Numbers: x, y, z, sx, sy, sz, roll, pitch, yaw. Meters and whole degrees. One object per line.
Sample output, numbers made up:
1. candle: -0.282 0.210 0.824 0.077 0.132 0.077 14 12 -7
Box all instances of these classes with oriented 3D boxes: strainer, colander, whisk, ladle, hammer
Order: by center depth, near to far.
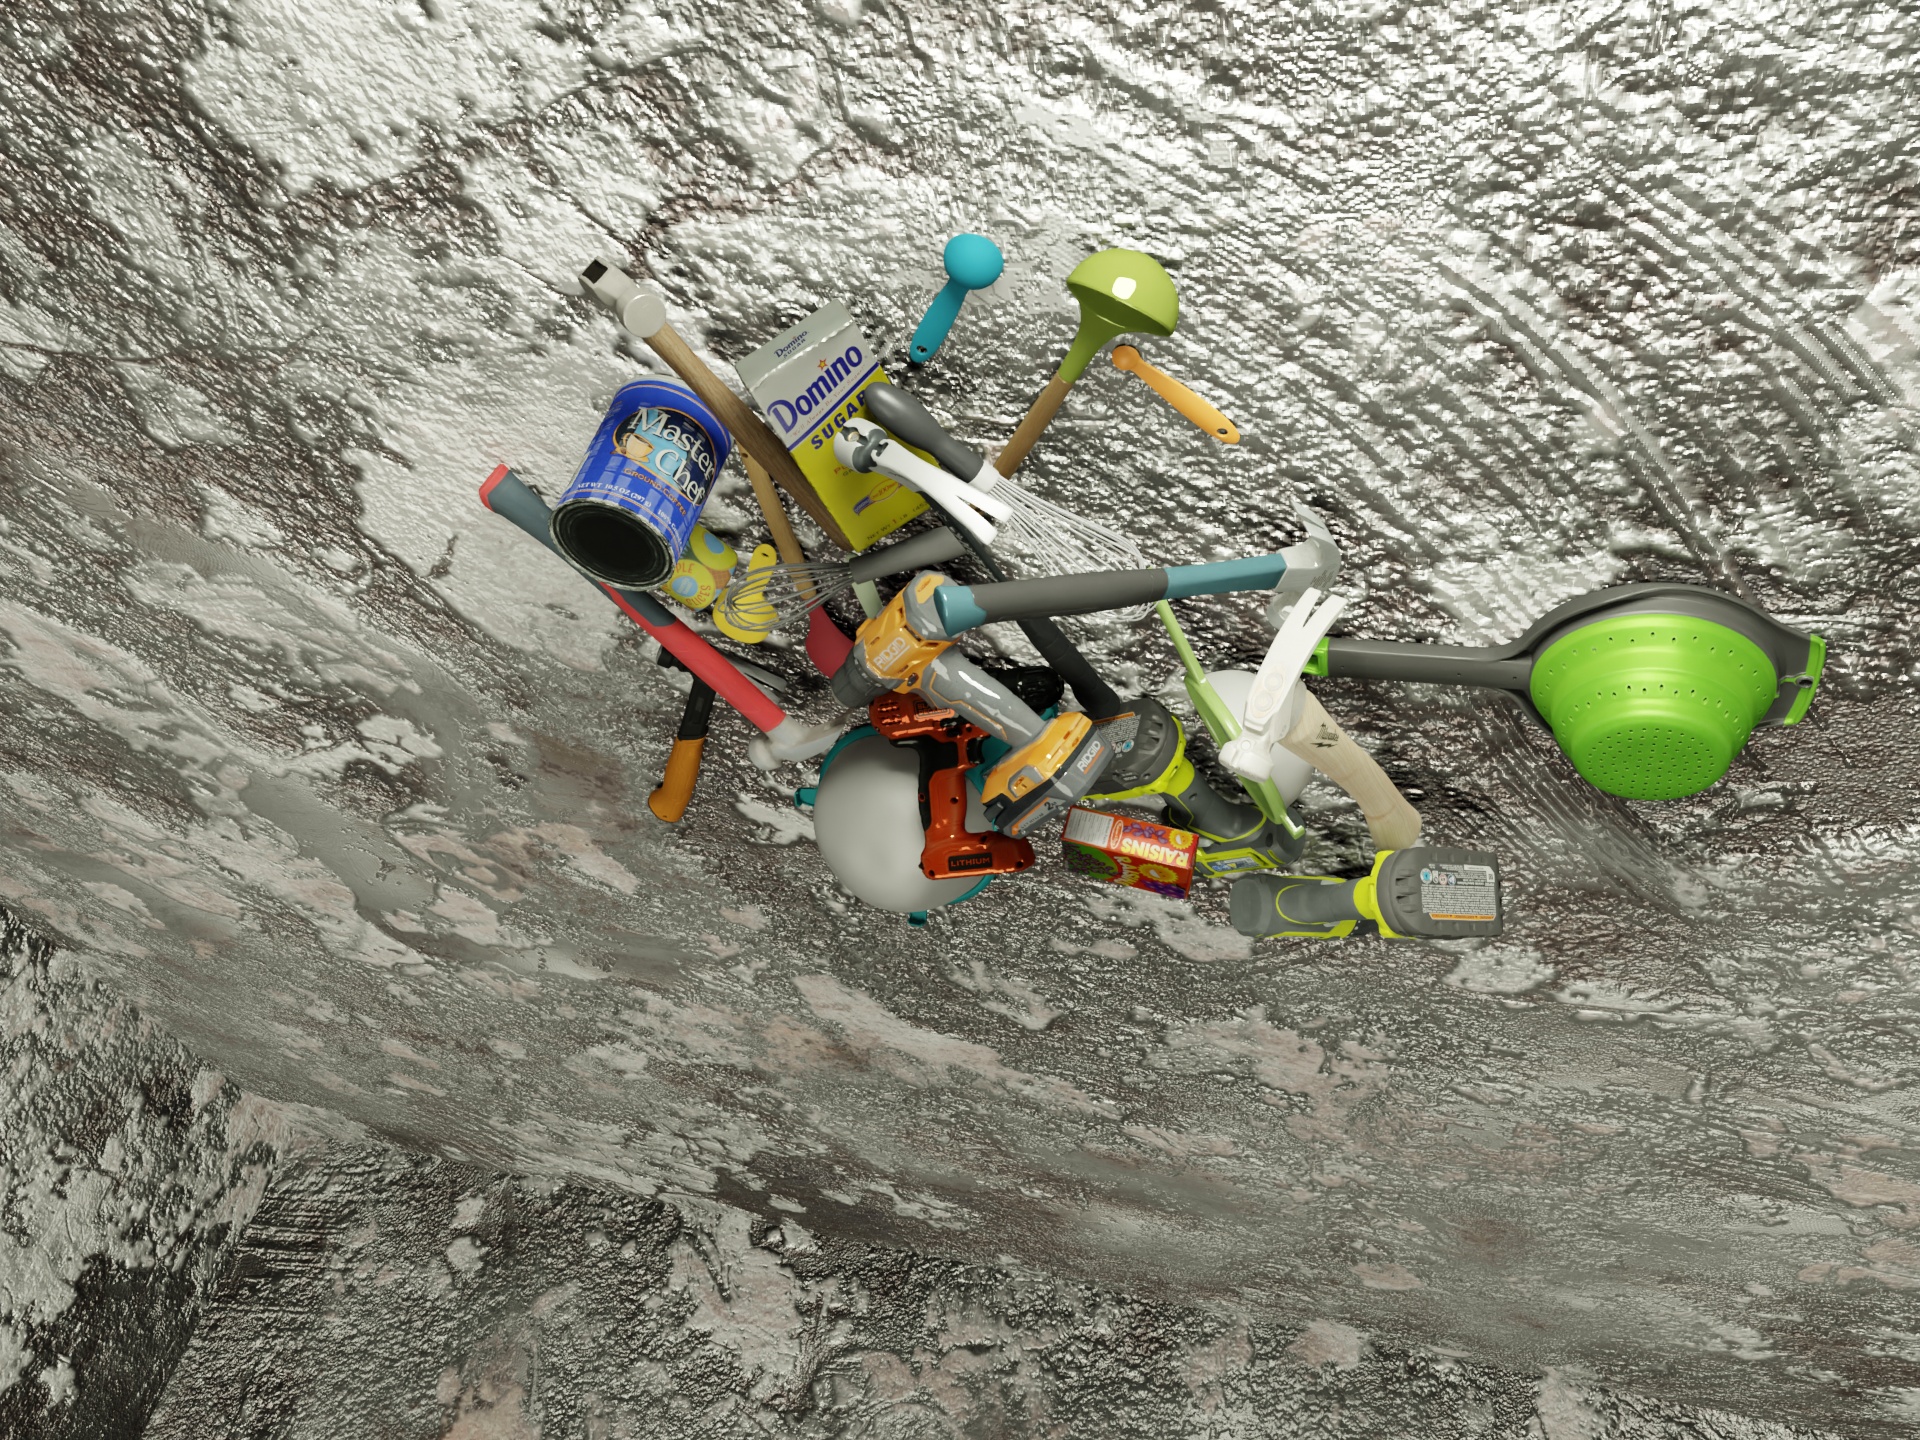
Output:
1. ladle: 0.063 -0.224 1.143 0.078 0.062 0.320 25 148 -10
2. hammer: 0.134 -0.097 1.163 0.331 0.033 0.128 -8 148 -22
3. whisk: 0.040 -0.162 1.192 0.284 0.070 0.070 35 143 -21
4. hammer: -0.172 -0.233 1.215 0.130 0.031 0.331 44 180 43
5. colander: 0.449 -0.011 1.238 0.397 0.095 0.204 4 144 18
6. hammer: 0.047 -0.096 1.262 0.149 0.036 0.408 33 174 35
7. hammer: 0.321 0.028 1.301 0.038 0.146 0.410 25 176 33
8. whisk: -0.087 -0.123 1.307 0.239 0.055 0.055 -16 139 8
9. strainer: 0.231 -0.033 1.333 0.069 0.152 0.256 -30 113 2
10. ladle: -0.139 -0.130 1.396 0.069 0.031 0.315 6 143 22
11. hammer: -0.269 -0.096 1.445 0.386 0.038 0.143 43 142 -22
12. strainer: -0.031 0.084 1.543 0.211 0.095 0.340 47 130 -3
13. hammer: -0.277 0.026 1.674 0.127 0.034 0.336 23 146 -6

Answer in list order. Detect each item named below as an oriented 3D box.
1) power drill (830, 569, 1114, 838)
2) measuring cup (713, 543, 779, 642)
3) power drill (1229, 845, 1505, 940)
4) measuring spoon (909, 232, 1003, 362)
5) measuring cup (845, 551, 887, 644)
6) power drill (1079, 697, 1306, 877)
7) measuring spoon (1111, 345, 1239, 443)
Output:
1. power drill: -0.002 -0.004 1.362 0.226 0.084 0.185 44 141 -6
2. measuring cup: -0.188 -0.112 1.421 0.062 0.029 0.156 24 155 -6
3. power drill: 0.391 0.169 1.482 0.190 0.080 0.228 6 168 -28
4. measuring spoon: -0.010 -0.287 1.112 0.042 0.021 0.128 25 145 -11
5. measuring cup: -0.066 -0.099 1.397 0.083 0.038 0.167 2 142 21
6. power drill: 0.194 0.077 1.499 0.171 0.080 0.223 -14 138 44
7. measuring spoon: 0.154 -0.229 1.132 0.116 0.011 0.021 32 144 -20
